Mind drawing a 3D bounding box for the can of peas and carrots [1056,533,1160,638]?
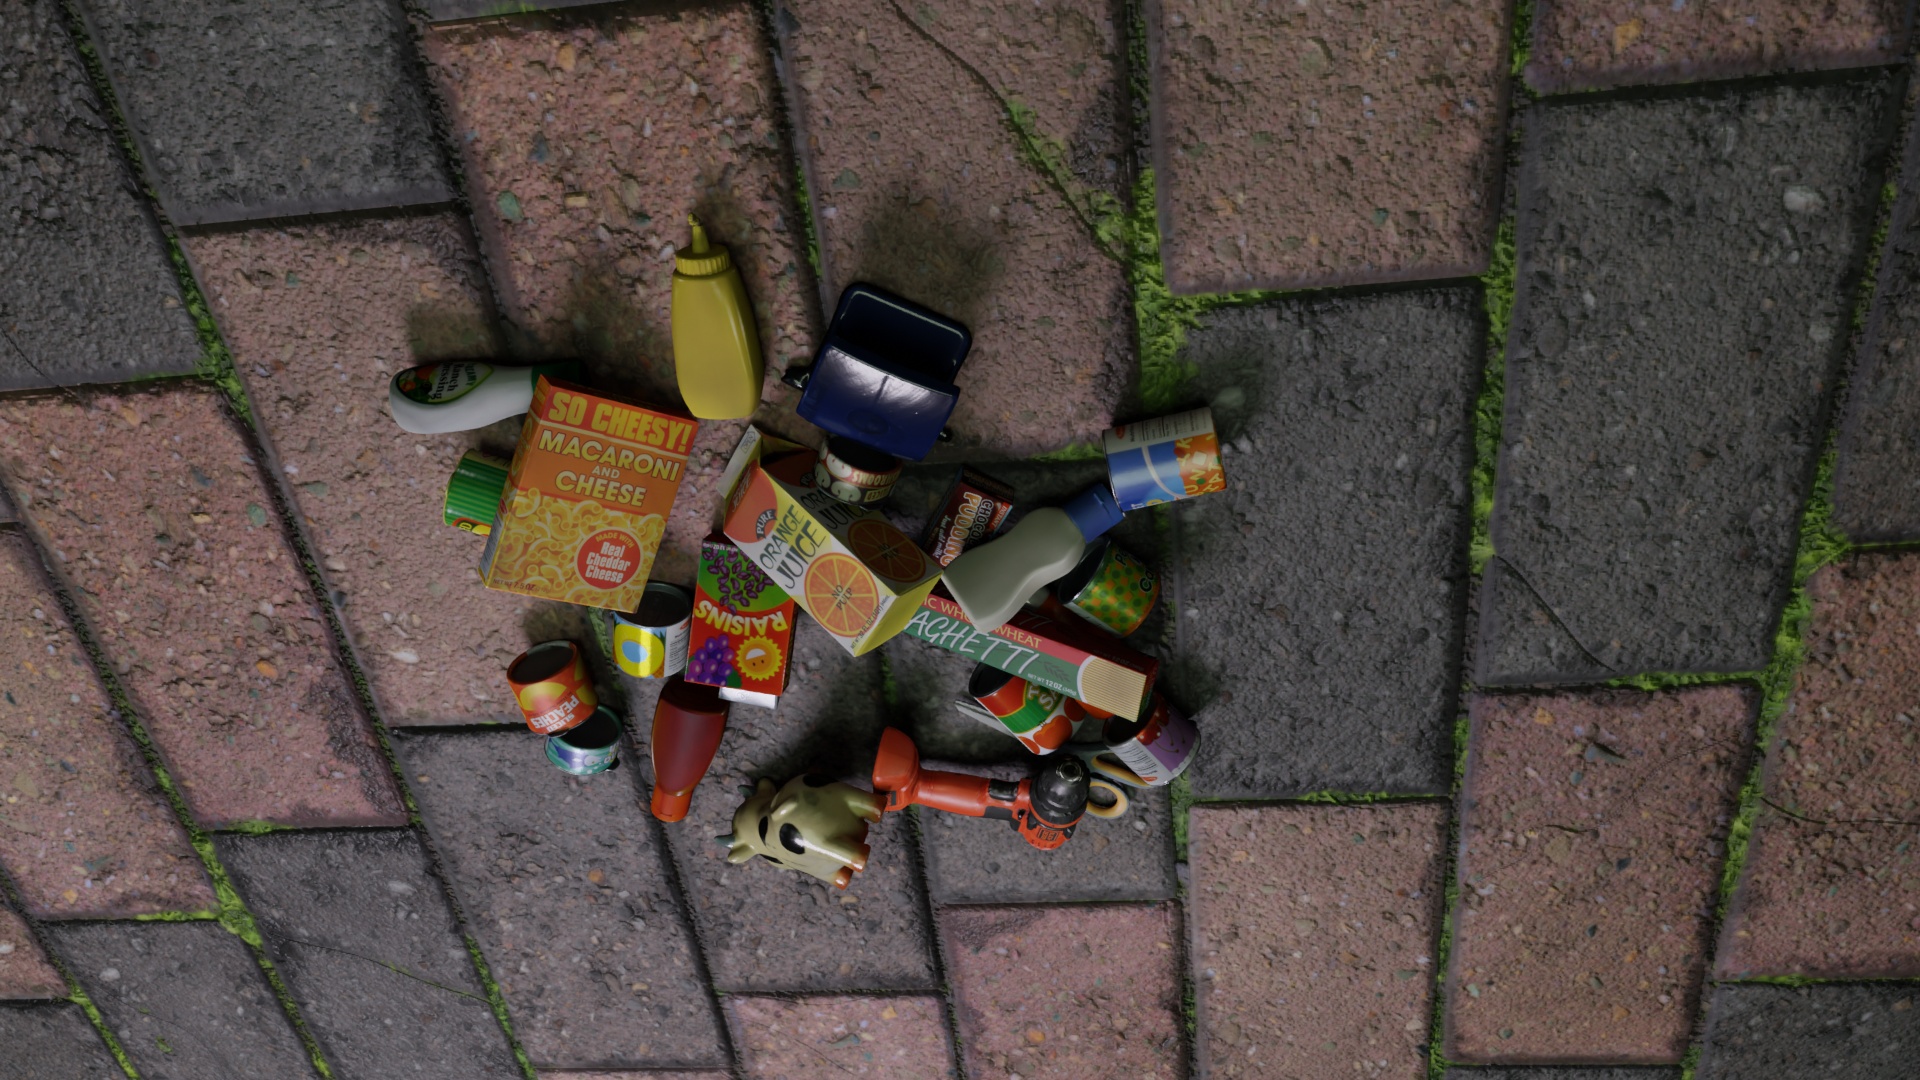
[{"bbox_3d":[0.122,0.036,1.131,0.058,0.071,0.070,33,119,-15],"label":"can of peas and carrots"}]

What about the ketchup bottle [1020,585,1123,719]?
[{"bbox_3d":[0.087,0.079,1.166,0.148,0.065,0.043,46,143,-11],"label":"ketchup bottle"}]

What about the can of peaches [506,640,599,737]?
[{"bbox_3d":[-0.363,0.131,1.236,0.071,0.071,0.057,-7,120,10],"label":"can of peaches"}]

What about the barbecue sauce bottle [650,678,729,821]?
[{"bbox_3d":[-0.257,0.197,1.282,0.065,0.044,0.147,16,123,-4],"label":"barbecue sauce bottle"}]

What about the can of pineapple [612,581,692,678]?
[{"bbox_3d":[-0.267,0.076,1.195,0.071,0.071,0.057,10,123,0],"label":"can of pineapple"}]

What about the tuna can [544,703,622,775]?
[{"bbox_3d":[-0.341,0.181,1.266,0.071,0.071,0.032,18,122,-6],"label":"tuna can"}]

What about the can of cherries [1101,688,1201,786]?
[{"bbox_3d":[0.167,0.168,1.211,0.071,0.072,0.058,-38,110,25],"label":"can of cherries"}]

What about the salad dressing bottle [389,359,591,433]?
[{"bbox_3d":[-0.368,-0.117,1.092,0.148,0.064,0.043,-6,134,0],"label":"salad dressing bottle"}]

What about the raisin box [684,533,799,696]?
[{"bbox_3d":[-0.181,0.062,1.168,0.086,0.040,0.123,9,98,-1],"label":"raisin box"}]

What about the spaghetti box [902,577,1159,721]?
[{"bbox_3d":[0.038,0.079,1.136,0.250,0.029,0.050,20,124,19],"label":"spaghetti box"}]

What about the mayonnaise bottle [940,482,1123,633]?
[{"bbox_3d":[0.060,0.010,1.105,0.148,0.065,0.041,-34,155,-2],"label":"mayonnaise bottle"}]

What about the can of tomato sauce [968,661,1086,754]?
[{"bbox_3d":[0.060,0.134,1.197,0.071,0.071,0.083,-35,113,24],"label":"can of tomato sauce"}]

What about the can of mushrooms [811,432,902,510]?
[{"bbox_3d":[-0.079,-0.056,1.091,0.071,0.071,0.033,19,120,-6],"label":"can of mushrooms"}]

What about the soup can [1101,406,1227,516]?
[{"bbox_3d":[0.158,-0.060,1.067,0.084,0.072,0.071,-12,120,13],"label":"soup can"}]

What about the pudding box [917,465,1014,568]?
[{"bbox_3d":[0.004,-0.014,1.132,0.049,0.030,0.083,25,121,-11],"label":"pudding box"}]

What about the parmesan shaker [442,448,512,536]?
[{"bbox_3d":[-0.360,-0.028,1.136,0.103,0.072,0.071,18,122,-5],"label":"parmesan shaker"}]

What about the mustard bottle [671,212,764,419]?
[{"bbox_3d":[-0.186,-0.170,1.044,0.065,0.049,0.159,0,121,5],"label":"mustard bottle"}]

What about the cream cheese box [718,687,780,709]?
[{"bbox_3d":[-0.182,0.100,1.225,0.053,0.024,0.103,10,122,-1],"label":"cream cheese box"}]

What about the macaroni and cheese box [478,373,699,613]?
[{"bbox_3d":[-0.291,-0.035,1.087,0.124,0.040,0.166,13,103,-34],"label":"macaroni and cheese box"}]

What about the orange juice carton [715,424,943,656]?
[{"bbox_3d":[-0.115,-0.005,1.102,0.193,0.073,0.071,42,121,12],"label":"orange juice carton"}]
